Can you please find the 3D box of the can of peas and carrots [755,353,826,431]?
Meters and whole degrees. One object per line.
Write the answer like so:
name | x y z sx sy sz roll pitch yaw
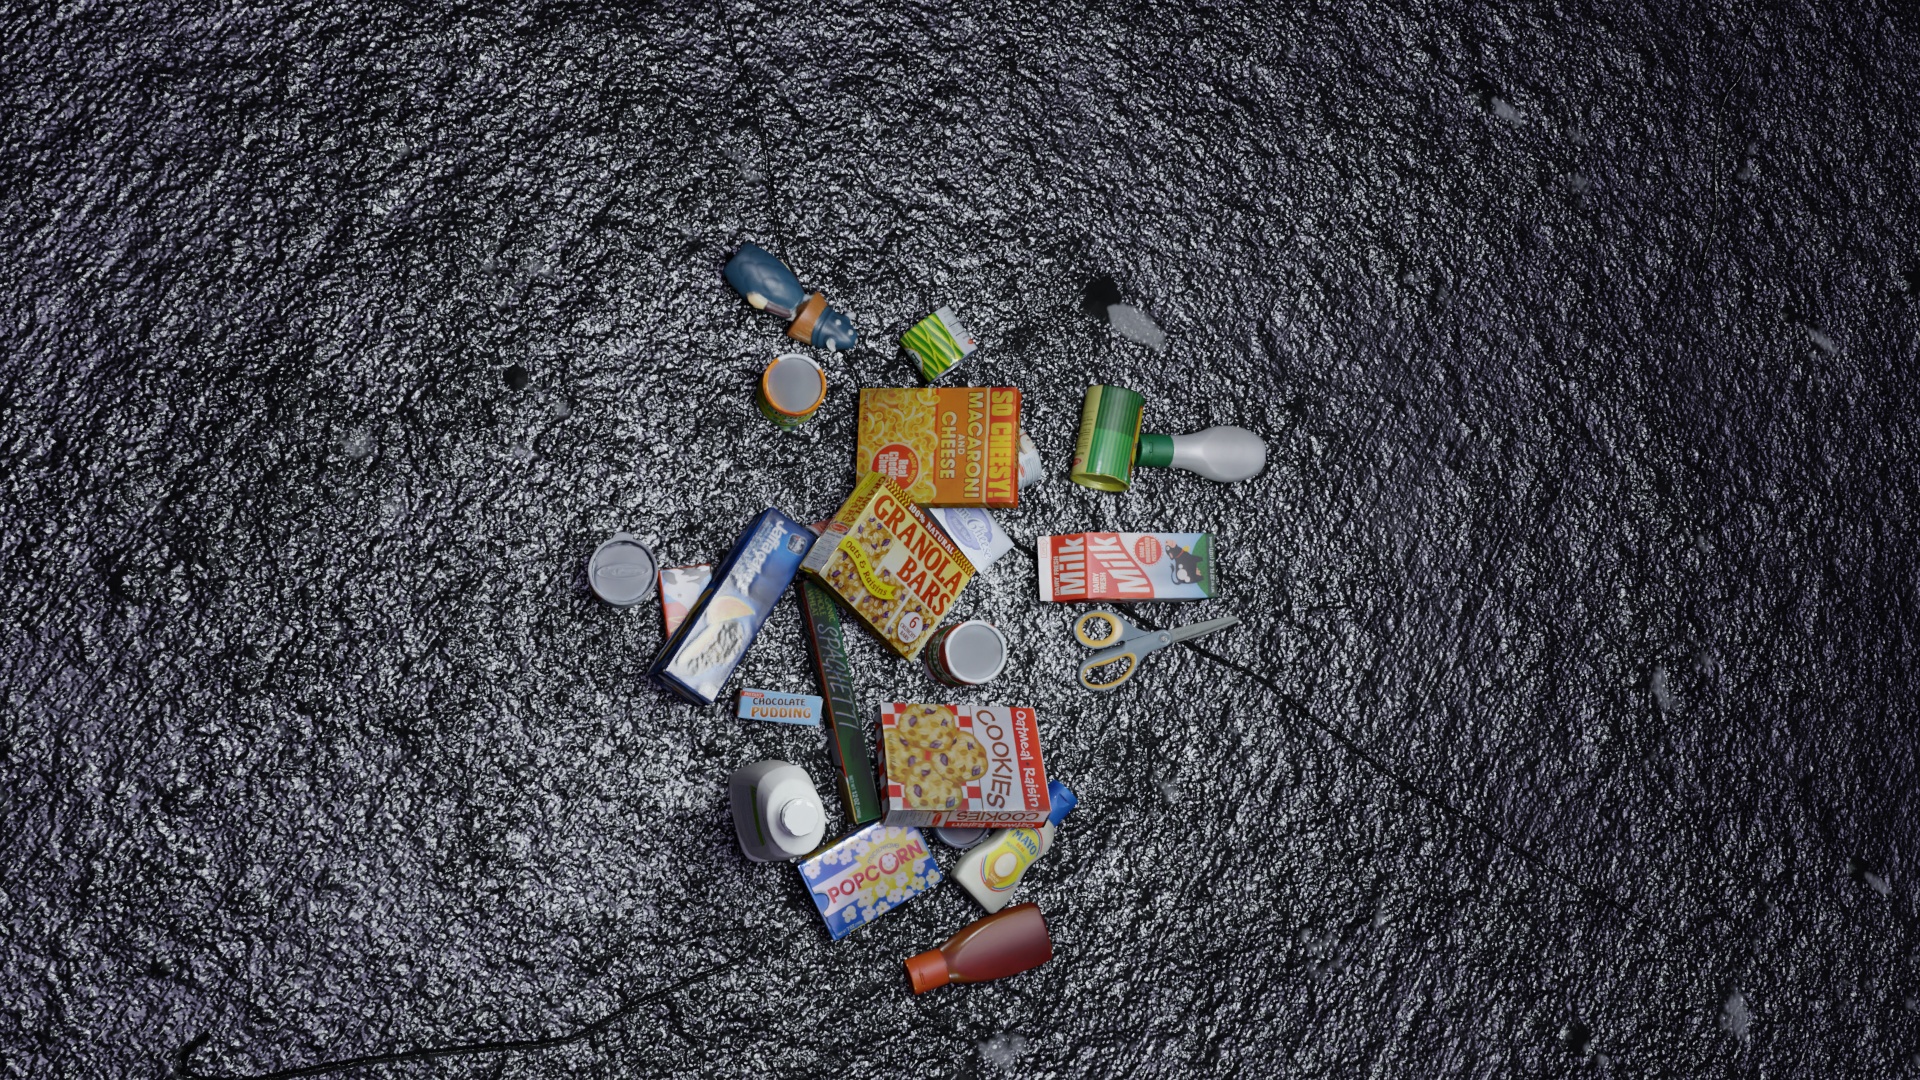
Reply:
can of peas and carrots | -0.175 -0.153 1.435 0.071 0.058 0.071 2 82 -15

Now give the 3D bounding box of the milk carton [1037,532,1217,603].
milk carton | 0.175 0.030 1.501 0.191 0.073 0.072 0 83 -15

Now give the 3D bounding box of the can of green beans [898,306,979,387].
can of green beans | -0.024 -0.208 1.482 0.071 0.071 0.058 -36 93 -17

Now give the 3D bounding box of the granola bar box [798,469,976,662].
granola bar box | -0.071 0.027 1.409 0.124 0.039 0.165 -55 131 -16

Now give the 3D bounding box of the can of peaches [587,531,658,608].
can of peaches | -0.332 0.030 1.366 0.071 0.058 0.071 2 82 -15

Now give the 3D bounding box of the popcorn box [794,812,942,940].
popcorn box | -0.093 0.333 1.402 0.127 0.038 0.085 -26 91 -18

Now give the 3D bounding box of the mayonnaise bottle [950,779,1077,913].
mayonnaise bottle | 0.060 0.314 1.446 0.148 0.041 0.064 -45 96 -16

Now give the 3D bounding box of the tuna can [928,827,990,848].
tuna can | -0.003 0.281 1.437 0.071 0.032 0.071 2 82 -16

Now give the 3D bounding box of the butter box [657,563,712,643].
butter box | -0.272 0.077 1.394 0.053 0.024 0.103 -7 84 -17

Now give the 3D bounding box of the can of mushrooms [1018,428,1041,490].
can of mushrooms | 0.055 -0.089 1.489 0.033 0.071 0.071 -28 91 -17

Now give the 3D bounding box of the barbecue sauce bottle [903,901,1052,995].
barbecue sauce bottle | 0.017 0.422 1.418 0.149 0.043 0.065 -15 90 -16

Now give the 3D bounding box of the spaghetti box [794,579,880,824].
spaghetti box | -0.126 0.161 1.410 0.029 0.050 0.250 -12 86 -19

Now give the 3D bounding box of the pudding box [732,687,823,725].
pudding box | -0.183 0.167 1.394 0.084 0.049 0.030 8 82 -15

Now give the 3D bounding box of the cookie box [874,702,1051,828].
cookie box | 0.001 0.229 1.415 0.168 0.040 0.123 4 51 -15

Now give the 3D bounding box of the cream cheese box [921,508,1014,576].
cream cheese box | 0.005 -0.019 1.485 0.053 0.024 0.104 -40 94 -18

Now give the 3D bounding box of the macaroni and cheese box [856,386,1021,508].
macaroni and cheese box | -0.022 -0.096 1.445 0.166 0.040 0.124 0 82 12

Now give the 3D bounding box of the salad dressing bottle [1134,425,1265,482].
salad dressing bottle | 0.267 -0.099 1.561 0.148 0.044 0.064 2 84 -14

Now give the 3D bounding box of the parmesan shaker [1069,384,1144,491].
parmesan shaker | 0.162 -0.112 1.518 0.071 0.071 0.103 15 79 -13

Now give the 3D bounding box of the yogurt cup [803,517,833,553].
yogurt cup | -0.123 0.006 1.426 0.054 0.072 0.072 -28 91 -25

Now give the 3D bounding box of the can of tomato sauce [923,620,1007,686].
can of tomato sauce | 0.003 0.118 1.435 0.071 0.083 0.071 2 82 -16
